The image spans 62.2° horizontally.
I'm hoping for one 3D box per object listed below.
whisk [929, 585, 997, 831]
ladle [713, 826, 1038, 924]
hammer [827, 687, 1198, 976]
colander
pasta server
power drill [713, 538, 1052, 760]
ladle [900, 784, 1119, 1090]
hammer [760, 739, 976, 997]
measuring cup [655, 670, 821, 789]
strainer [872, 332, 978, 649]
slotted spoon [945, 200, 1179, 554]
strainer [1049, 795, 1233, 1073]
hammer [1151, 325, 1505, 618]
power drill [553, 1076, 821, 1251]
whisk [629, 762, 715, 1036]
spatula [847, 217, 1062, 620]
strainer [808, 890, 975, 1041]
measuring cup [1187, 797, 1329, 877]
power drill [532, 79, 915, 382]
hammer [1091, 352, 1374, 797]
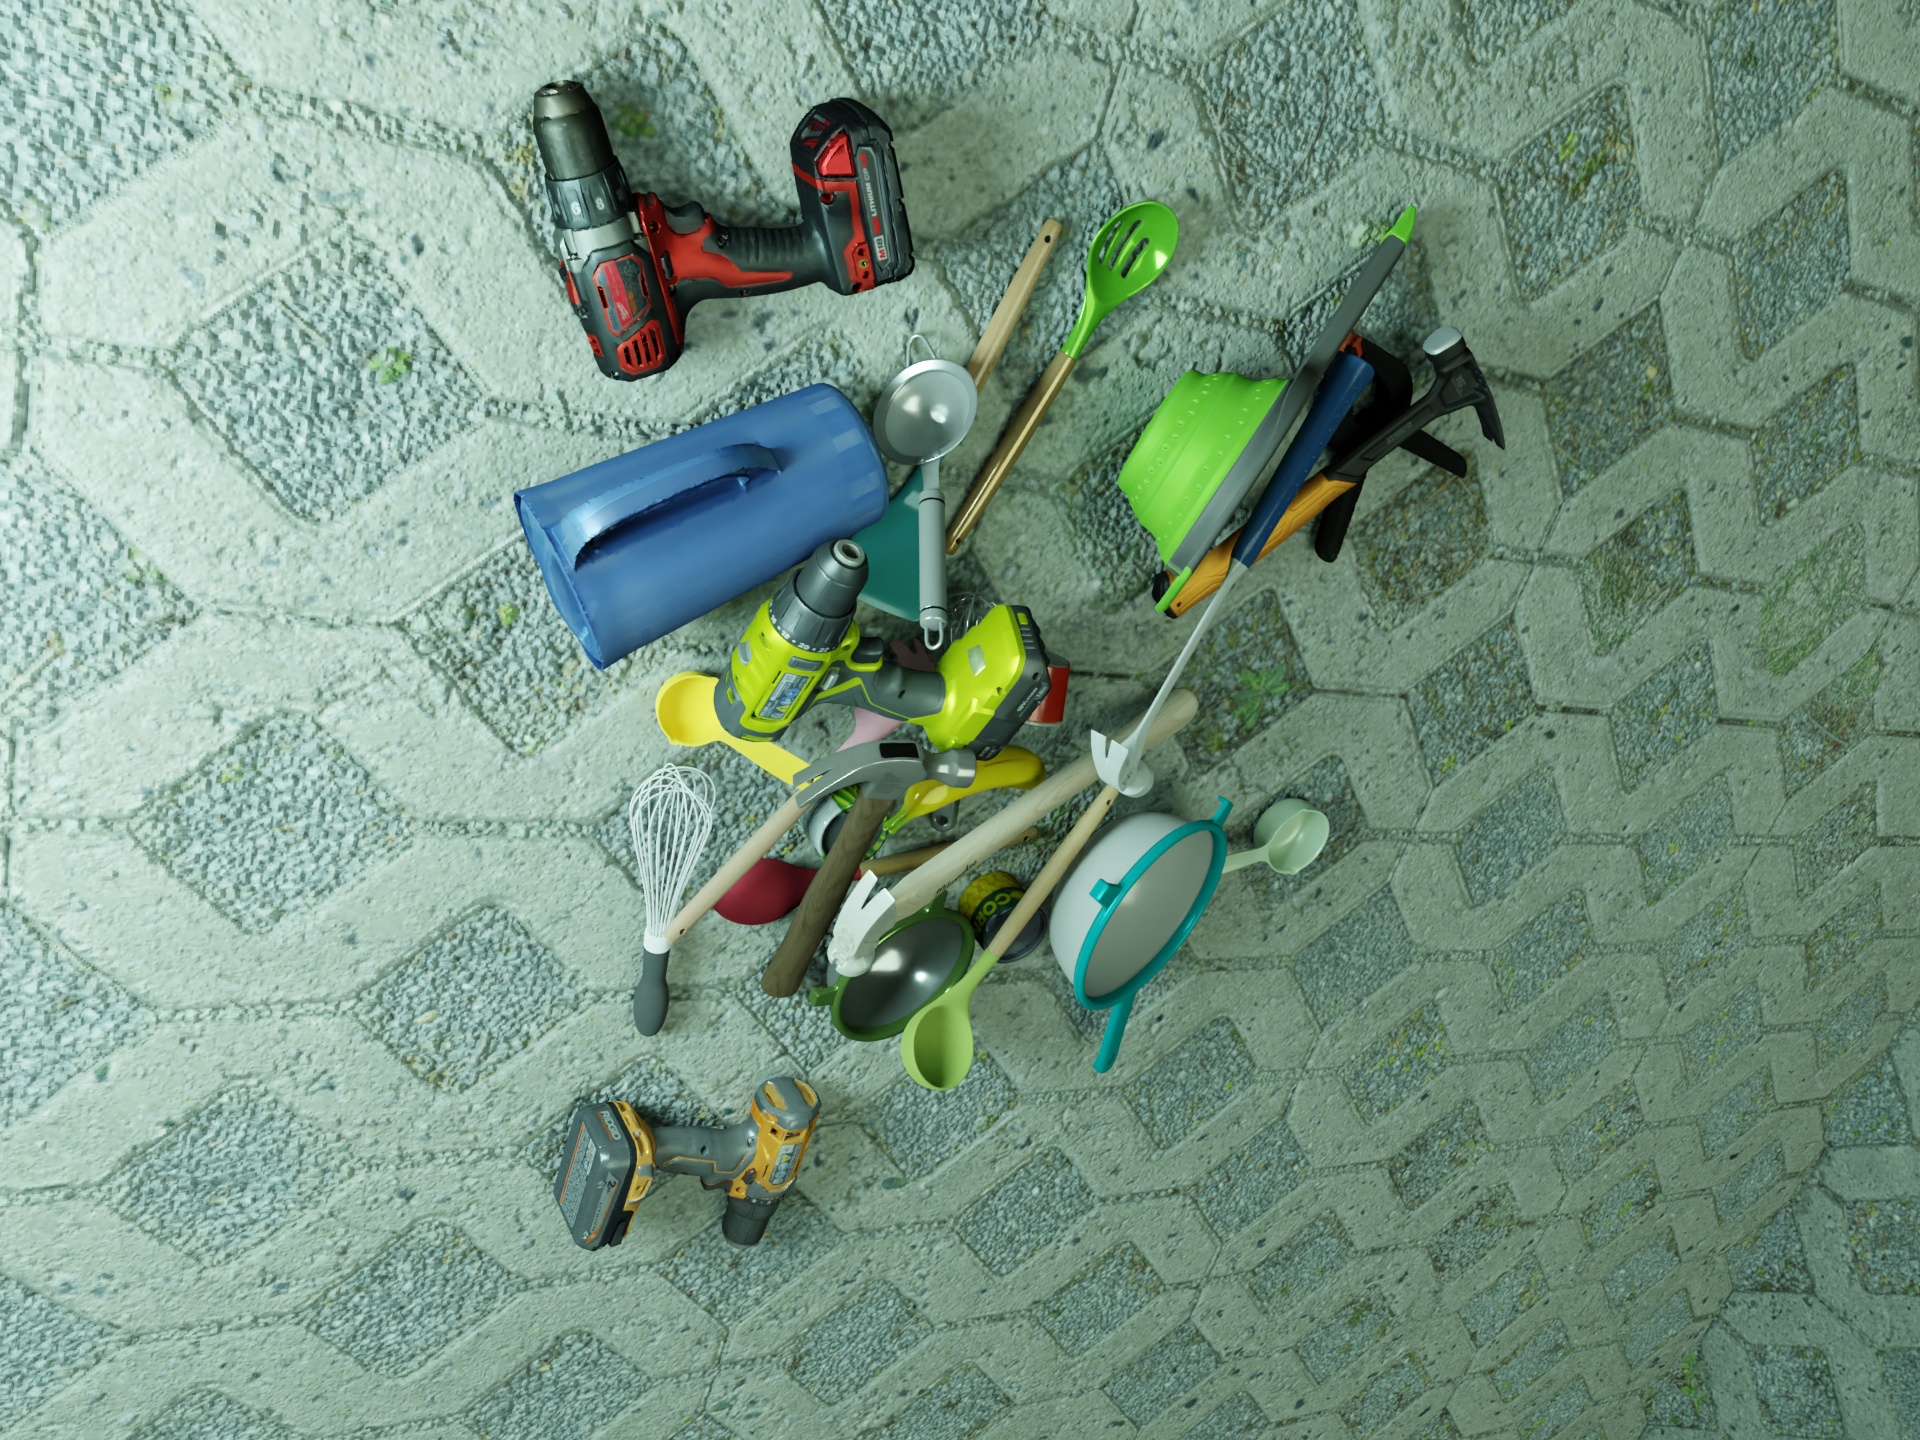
[{"bbox_3d":[-0.002,-0.004,1.352,0.058,0.059,0.246,12,124,7],"label":"whisk"},{"bbox_3d":[-0.068,0.130,1.411,0.315,0.031,0.069,-10,124,-27],"label":"ladle"},{"bbox_3d":[0.061,0.073,1.358,0.410,0.038,0.146,-33,163,-30],"label":"hammer"},{"bbox_3d":[0.236,-0.278,1.286,0.094,0.204,0.397,33,80,3],"label":"colander"},{"bbox_3d":[-0.129,0.059,1.295,0.316,0.040,0.060,-46,131,-6],"label":"pasta server"},{"bbox_3d":[-0.051,-0.049,1.191,0.228,0.080,0.190,9,139,-30],"label":"power drill"},{"bbox_3d":[0.051,0.193,1.422,0.078,0.062,0.320,29,99,-38],"label":"ladle"},{"bbox_3d":[-0.106,0.129,1.307,0.130,0.031,0.331,6,136,-24],"label":"hammer"},{"bbox_3d":[-0.171,0.014,1.253,0.156,0.029,0.062,33,94,-26],"label":"measuring cup"},{"bbox_3d":[-0.021,-0.163,1.141,0.087,0.259,0.050,-13,150,22],"label":"strainer"},{"bbox_3d":[0.069,-0.264,1.242,0.070,0.031,0.313,21,109,-37],"label":"slotted spoon"},{"bbox_3d":[0.142,0.210,1.541,0.211,0.095,0.340,-29,143,-37],"label":"strainer"},{"bbox_3d":[0.314,-0.194,1.387,0.337,0.034,0.127,-36,125,7],"label":"hammer"},{"bbox_3d":[-0.250,0.421,1.456,0.226,0.084,0.185,2,119,-36],"label":"power drill"},{"bbox_3d":[-0.247,0.154,1.306,0.070,0.070,0.284,-6,126,-27],"label":"whisk"},{"bbox_3d":[0.001,-0.232,1.210,0.082,0.044,0.317,24,104,-16],"label":"spatula"},{"bbox_3d":[-0.049,0.239,1.472,0.151,0.069,0.256,-40,143,-7],"label":"strainer"},{"bbox_3d":[0.294,0.125,1.611,0.167,0.038,0.083,-14,125,-20],"label":"measuring cup"},{"bbox_3d":[-0.157,-0.339,1.034,0.226,0.080,0.187,-22,127,-13],"label":"power drill"},{"bbox_3d":[0.225,-0.121,1.314,0.405,0.035,0.144,-60,160,1],"label":"hammer"}]
